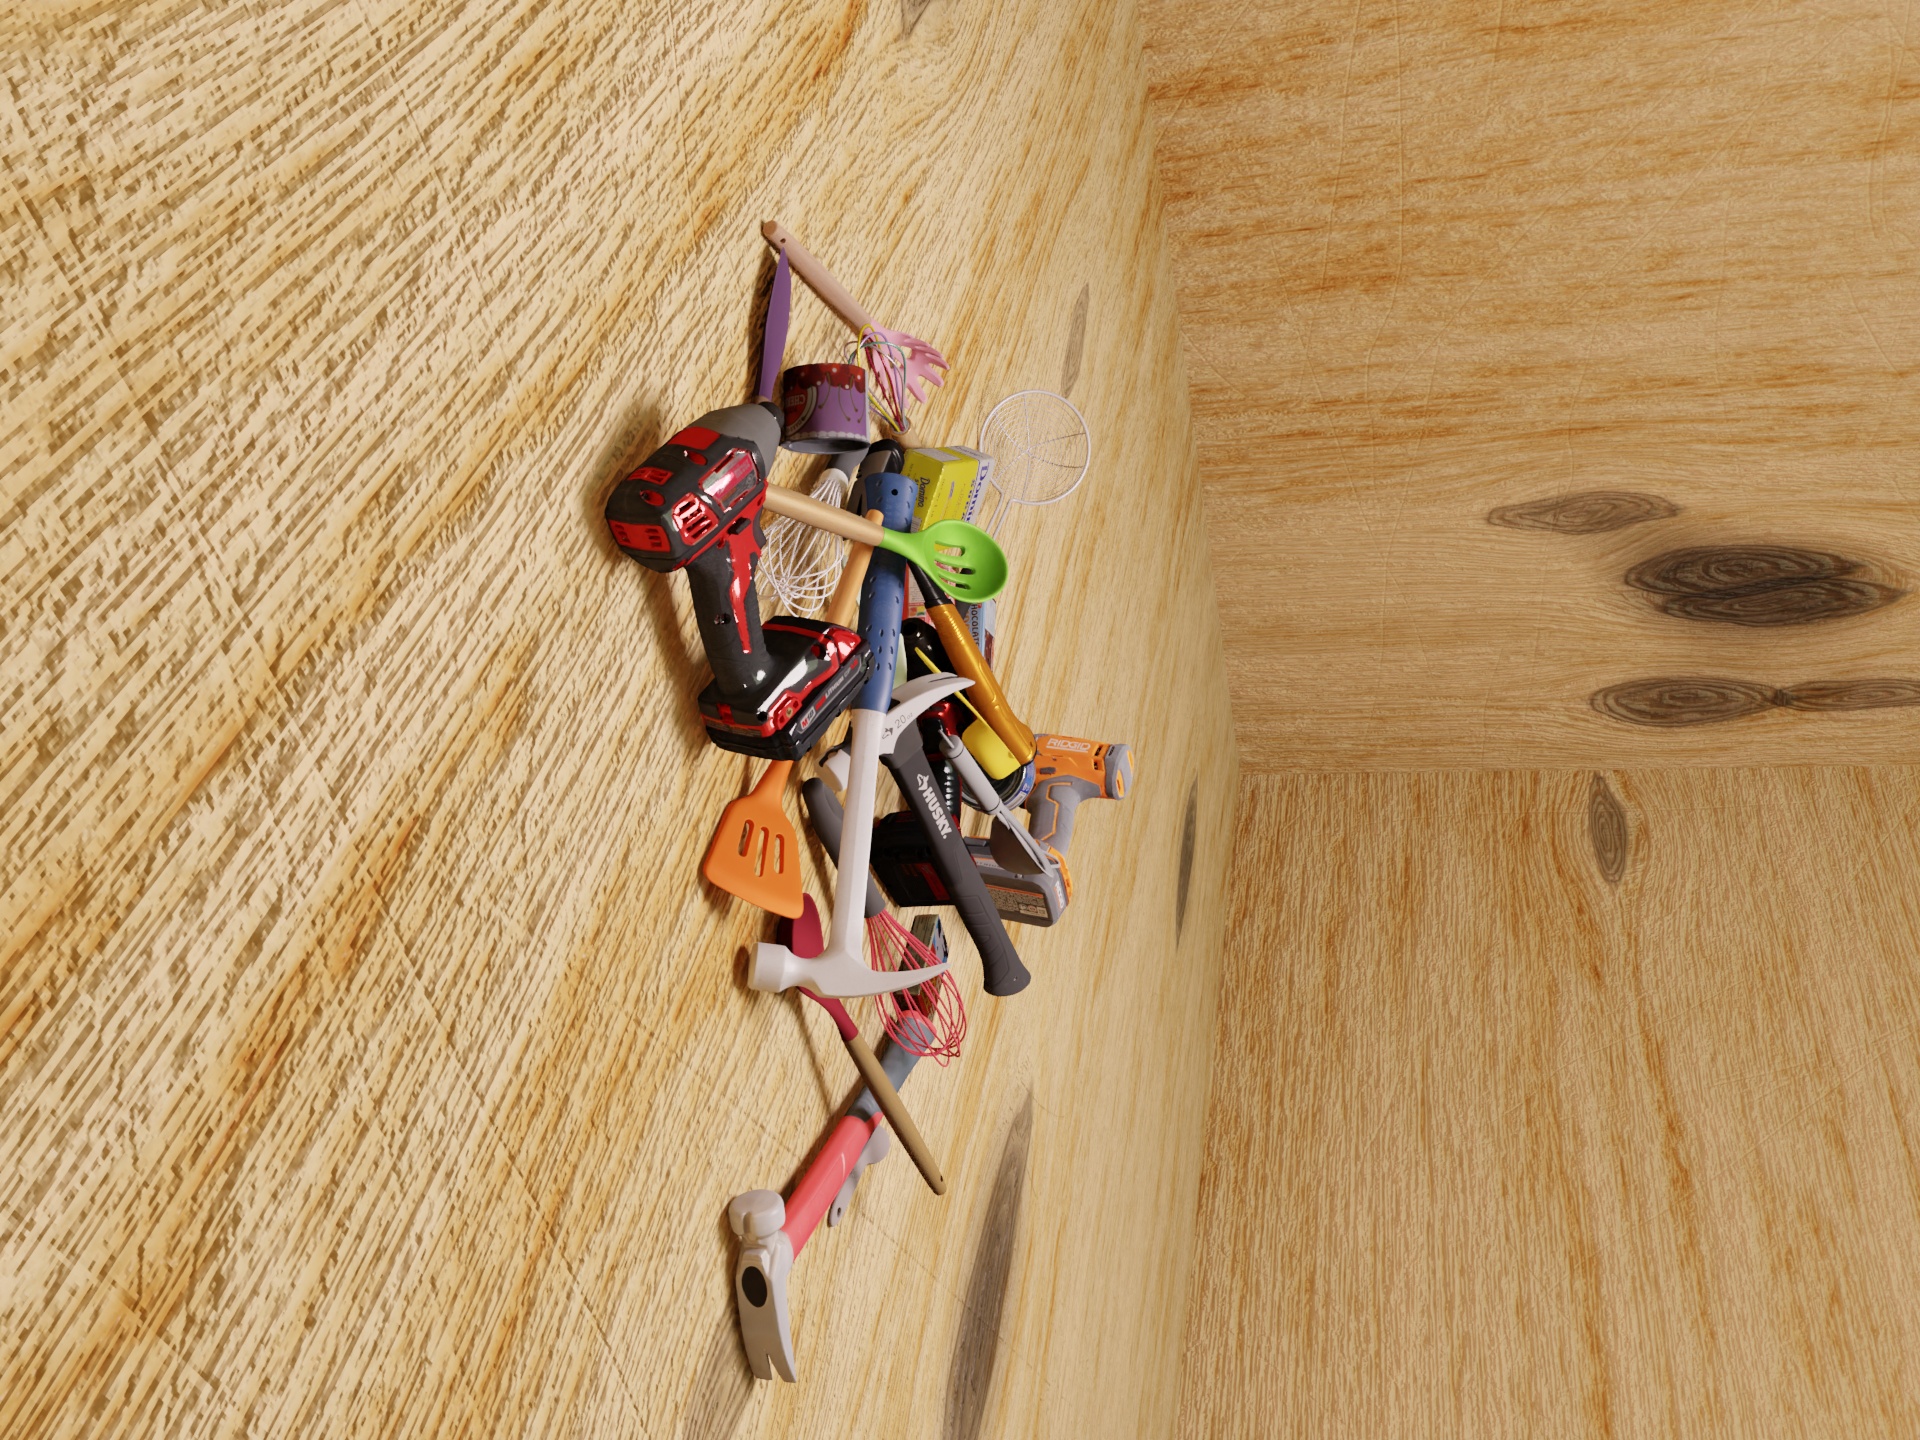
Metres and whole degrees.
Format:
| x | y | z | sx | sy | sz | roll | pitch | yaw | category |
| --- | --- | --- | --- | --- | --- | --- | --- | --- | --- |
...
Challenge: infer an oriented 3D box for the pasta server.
| x | y | z | sx | sy | sz | roll | pitch | yaw | category |
| --- | --- | --- | --- | --- | --- | --- | --- | --- | --- |
| -0.087 | -0.340 | 1.335 | 0.040 | 0.060 | 0.316 | 50 | 9 | 19 | pasta server |

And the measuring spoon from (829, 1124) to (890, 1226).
| x | y | z | sx | sy | sz | roll | pitch | yaw | category |
| --- | --- | --- | --- | --- | --- | --- | --- | --- | --- |
| -0.082 | 0.379 | 1.320 | 0.124 | 0.018 | 0.034 | -53 | 139 | -63 | measuring spoon |

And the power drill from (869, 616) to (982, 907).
| x | y | z | sx | sy | sz | roll | pitch | yaw | category |
| --- | --- | --- | --- | --- | --- | --- | --- | --- | --- |
| -0.028 | 0.036 | 1.439 | 0.187 | 0.080 | 0.227 | 65 | 25 | -53 | power drill |

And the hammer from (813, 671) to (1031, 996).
| x | y | z | sx | sy | sz | roll | pitch | yaw | category |
| --- | --- | --- | --- | --- | --- | --- | --- | --- | --- |
| -0.004 | 0.110 | 1.327 | 0.146 | 0.035 | 0.334 | -43 | 130 | -25 | hammer |

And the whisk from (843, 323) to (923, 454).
| x | y | z | sx | sy | sz | roll | pitch | yaw | category |
| --- | --- | --- | --- | --- | --- | --- | --- | --- | --- |
| -0.057 | -0.276 | 1.413 | 0.244 | 0.051 | 0.047 | 59 | 9 | -69 | whisk |

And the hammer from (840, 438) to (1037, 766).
| x | y | z | sx | sy | sz | roll | pitch | yaw | category |
| --- | --- | --- | --- | --- | --- | --- | --- | --- | --- |
| -0.010 | -0.079 | 1.397 | 0.127 | 0.034 | 0.336 | -78 | 147 | -47 | hammer |

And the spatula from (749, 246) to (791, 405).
| x | y | z | sx | sy | sz | roll | pitch | yaw | category |
| --- | --- | --- | --- | --- | --- | --- | --- | --- | --- |
| -0.148 | -0.209 | 1.150 | 0.059 | 0.018 | 0.316 | 83 | 13 | -62 | spatula |

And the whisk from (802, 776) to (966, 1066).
| x | y | z | sx | sy | sz | roll | pitch | yaw | category |
| --- | --- | --- | --- | --- | --- | --- | --- | --- | --- |
| -0.065 | 0.168 | 1.297 | 0.073 | 0.073 | 0.295 | -67 | 139 | -55 | whisk |

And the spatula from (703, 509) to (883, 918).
| x | y | z | sx | sy | sz | roll | pitch | yaw | category |
| --- | --- | --- | --- | --- | --- | --- | --- | --- | --- |
| -0.106 | -0.016 | 1.148 | 0.081 | 0.041 | 0.323 | 29 | 66 | -27 | spatula |

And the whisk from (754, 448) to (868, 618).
| x | y | z | sx | sy | sz | roll | pitch | yaw | category |
| --- | --- | --- | --- | --- | --- | --- | --- | --- | --- |
| -0.106 | -0.167 | 1.234 | 0.285 | 0.070 | 0.070 | -76 | 158 | -54 | whisk |

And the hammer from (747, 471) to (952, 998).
| x | y | z | sx | sy | sz | roll | pitch | yaw | category |
| --- | --- | --- | --- | --- | --- | --- | --- | --- | --- |
| -0.064 | 0.006 | 1.190 | 0.035 | 0.144 | 0.406 | 125 | -29 | -70 | hammer |

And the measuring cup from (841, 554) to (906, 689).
| x | y | z | sx | sy | sz | roll | pitch | yaw | category |
| --- | --- | --- | --- | --- | --- | --- | --- | --- | --- |
| -0.086 | -0.072 | 1.318 | 0.167 | 0.038 | 0.083 | 69 | 25 | -44 | measuring cup |

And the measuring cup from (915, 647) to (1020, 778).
| x | y | z | sx | sy | sz | roll | pitch | yaw | category |
| --- | --- | --- | --- | --- | --- | --- | --- | --- | --- |
| -0.002 | -0.004 | 1.384 | 0.156 | 0.029 | 0.062 | 49 | 0 | -33 | measuring cup |

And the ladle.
| x | y | z | sx | sy | sz | roll | pitch | yaw | category |
| --- | --- | --- | --- | --- | --- | --- | --- | --- | --- |
| -0.075 | 0.263 | 1.244 | 0.069 | 0.031 | 0.315 | -71 | 142 | -54 | ladle |

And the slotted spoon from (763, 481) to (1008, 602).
| x | y | z | sx | sy | sz | roll | pitch | yaw | category |
| --- | --- | --- | --- | --- | --- | --- | --- | --- | --- |
| -0.079 | -0.142 | 1.149 | 0.313 | 0.031 | 0.070 | 14 | 63 | -46 | slotted spoon |

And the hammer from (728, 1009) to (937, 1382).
| x | y | z | sx | sy | sz | roll | pitch | yaw | category |
| --- | --- | --- | --- | --- | --- | --- | --- | --- | --- |
| -0.088 | 0.350 | 1.269 | 0.386 | 0.038 | 0.143 | -46 | 133 | -68 | hammer |

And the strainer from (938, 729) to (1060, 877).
| x | y | z | sx | sy | sz | roll | pitch | yaw | category |
| --- | --- | --- | --- | --- | --- | --- | --- | --- | --- |
| 0.028 | 0.079 | 1.414 | 0.087 | 0.050 | 0.258 | 58 | 1 | 40 | strainer |

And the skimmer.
| x | y | z | sx | sy | sz | roll | pitch | yaw | category |
| --- | --- | --- | --- | --- | --- | --- | --- | --- | --- |
| 0.045 | -0.216 | 1.674 | 0.090 | 0.127 | 0.364 | -49 | -167 | 44 | skimmer |

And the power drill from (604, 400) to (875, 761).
| x | y | z | sx | sy | sz | roll | pitch | yaw | category |
| --- | --- | --- | --- | --- | --- | --- | --- | --- | --- |
| -0.137 | -0.093 | 1.033 | 0.143 | 0.079 | 0.219 | -53 | 139 | -36 | power drill |

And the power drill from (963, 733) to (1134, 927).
| x | y | z | sx | sy | sz | roll | pitch | yaw | category |
| --- | --- | --- | --- | --- | --- | --- | --- | --- | --- |
| 0.071 | 0.101 | 1.664 | 0.227 | 0.164 | 0.084 | -59 | 146 | -40 | power drill |
